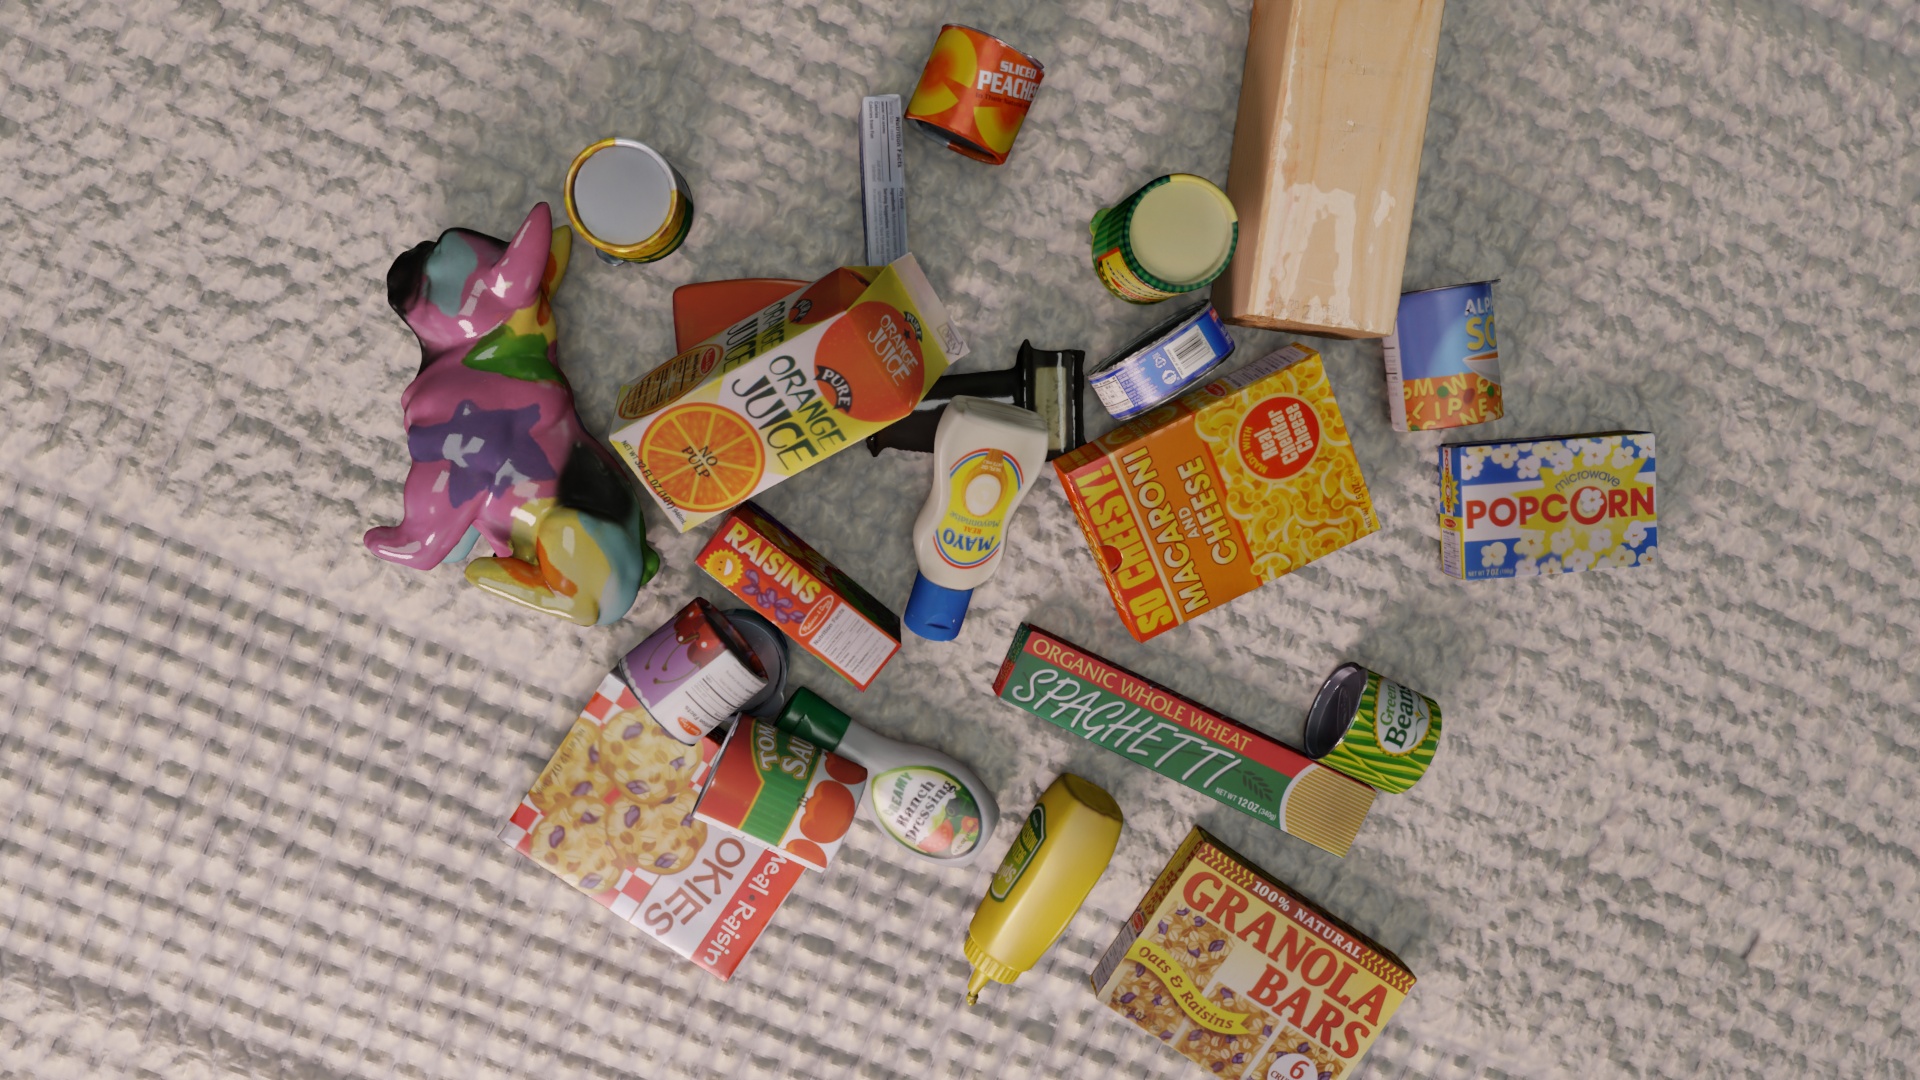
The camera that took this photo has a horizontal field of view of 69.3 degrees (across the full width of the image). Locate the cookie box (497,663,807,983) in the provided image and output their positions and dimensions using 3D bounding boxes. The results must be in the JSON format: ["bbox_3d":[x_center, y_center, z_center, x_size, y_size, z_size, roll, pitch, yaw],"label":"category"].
[{"bbox_3d":[-0.176,0.173,0.855,0.167,0.040,0.123,34,92,-5],"label":"cookie box"}]

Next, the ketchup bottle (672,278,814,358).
[{"bbox_3d":[-0.094,-0.127,0.830,0.149,0.043,0.064,-5,100,-3],"label":"ketchup bottle"}]

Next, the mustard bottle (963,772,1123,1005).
[{"bbox_3d":[0.043,0.224,0.863,0.049,0.065,0.160,29,97,-10],"label":"mustard bottle"}]

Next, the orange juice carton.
[{"bbox_3d":[-0.095,-0.089,0.781,0.192,0.073,0.071,-27,120,9],"label":"orange juice carton"}]

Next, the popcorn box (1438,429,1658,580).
[{"bbox_3d":[0.368,-0.023,0.872,0.127,0.038,0.085,-4,95,-3],"label":"popcorn box"}]

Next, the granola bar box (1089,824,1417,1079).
[{"bbox_3d":[0.185,0.279,0.888,0.165,0.039,0.124,34,93,-6],"label":"granola bar box"}]

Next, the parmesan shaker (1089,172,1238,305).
[{"bbox_3d":[0.114,-0.175,0.809,0.071,0.103,0.071,0,96,-3],"label":"parmesan shaker"}]

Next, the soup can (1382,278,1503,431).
[{"bbox_3d":[0.295,-0.112,0.844,0.071,0.071,0.083,-9,97,-3],"label":"soup can"}]

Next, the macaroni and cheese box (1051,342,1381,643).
[{"bbox_3d":[0.156,-0.029,0.844,0.166,0.040,0.123,-26,110,-1],"label":"macaroni and cheese box"}]

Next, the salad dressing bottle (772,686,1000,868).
[{"bbox_3d":[-0.047,0.145,0.858,0.147,0.044,0.064,34,95,-6],"label":"salad dressing bottle"}]

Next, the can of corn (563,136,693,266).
[{"bbox_3d":[-0.194,-0.195,0.810,0.071,0.058,0.071,0,95,-3],"label":"can of corn"}]

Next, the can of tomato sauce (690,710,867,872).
[{"bbox_3d":[-0.103,0.144,0.803,0.083,0.071,0.071,25,94,-7],"label":"can of tomato sauce"}]

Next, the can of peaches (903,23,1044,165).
[{"bbox_3d":[0.009,-0.259,0.811,0.071,0.071,0.058,24,95,-6],"label":"can of peaches"}]

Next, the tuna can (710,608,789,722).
[{"bbox_3d":[-0.136,0.077,0.852,0.071,0.033,0.071,0,95,-3],"label":"tuna can"}]

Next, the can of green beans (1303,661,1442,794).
[{"bbox_3d":[0.256,0.117,0.863,0.058,0.071,0.071,24,94,-6],"label":"can of green beans"}]

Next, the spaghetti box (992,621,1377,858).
[{"bbox_3d":[0.141,0.126,0.876,0.250,0.029,0.050,25,93,-6],"label":"spaghetti box"}]

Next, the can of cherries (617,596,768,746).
[{"bbox_3d":[-0.154,0.073,0.801,0.058,0.071,0.071,-40,97,1],"label":"can of cherries"}]

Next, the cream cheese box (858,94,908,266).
[{"bbox_3d":[-0.046,-0.206,0.821,0.024,0.053,0.103,-3,96,-5],"label":"cream cheese box"}]

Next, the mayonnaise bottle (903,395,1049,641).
[{"bbox_3d":[0.003,-0.010,0.828,0.065,0.041,0.147,12,114,-14],"label":"mayonnaise bottle"}]

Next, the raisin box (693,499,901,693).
[{"bbox_3d":[-0.093,0.030,0.824,0.123,0.086,0.040,38,94,-6],"label":"raisin box"}]
